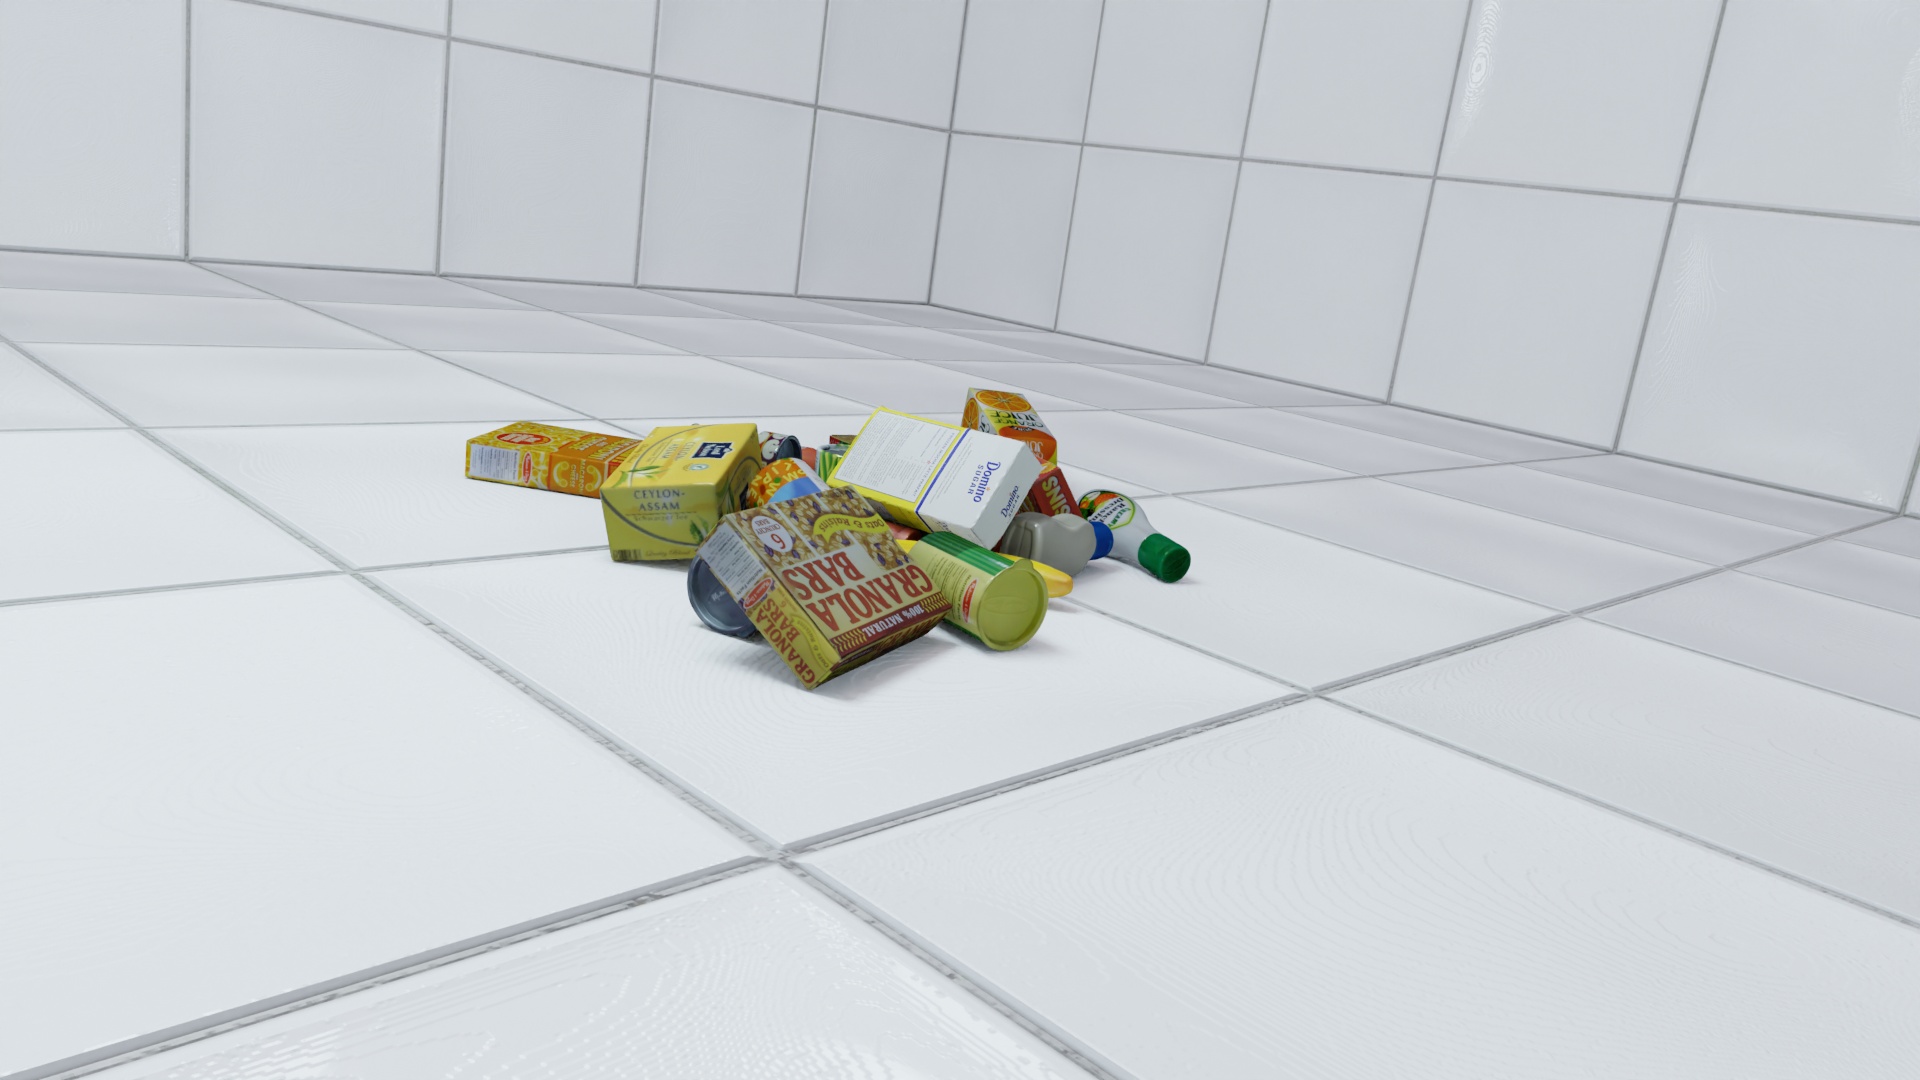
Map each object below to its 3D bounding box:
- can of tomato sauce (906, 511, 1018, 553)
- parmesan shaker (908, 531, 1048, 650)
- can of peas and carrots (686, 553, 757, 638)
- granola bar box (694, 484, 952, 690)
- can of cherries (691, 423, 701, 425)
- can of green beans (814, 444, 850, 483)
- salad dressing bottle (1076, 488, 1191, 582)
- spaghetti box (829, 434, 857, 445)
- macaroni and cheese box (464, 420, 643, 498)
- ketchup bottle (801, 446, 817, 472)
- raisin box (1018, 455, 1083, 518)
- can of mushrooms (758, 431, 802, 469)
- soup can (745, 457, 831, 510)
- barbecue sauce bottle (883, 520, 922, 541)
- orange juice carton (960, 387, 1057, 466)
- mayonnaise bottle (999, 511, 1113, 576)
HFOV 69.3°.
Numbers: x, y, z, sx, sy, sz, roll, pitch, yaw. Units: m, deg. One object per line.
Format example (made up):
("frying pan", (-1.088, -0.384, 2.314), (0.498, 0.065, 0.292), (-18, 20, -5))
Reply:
("can of tomato sauce", (0.005, -0.016, 1.263), (0.071, 0.071, 0.083), (20, 17, 41))
("parmesan shaker", (0.010, 0.034, 1.058), (0.071, 0.071, 0.103), (-2, 17, -36))
("can of peas and carrots", (-0.151, 0.031, 0.996), (0.071, 0.070, 0.059), (14, 14, 24))
("granola bar box", (-0.089, 0.027, 0.967), (0.124, 0.039, 0.166), (50, 26, 10))
("can of cherries", (-0.244, -0.077, 1.387), (0.058, 0.071, 0.072), (12, 14, 12))
("can of green beans", (-0.116, -0.063, 1.408), (0.071, 0.057, 0.071), (8, 14, -2))
("salad dressing bottle", (0.165, -0.004, 1.343), (0.064, 0.043, 0.148), (-36, 35, -12))
("spaghetti box", (-0.042, -0.111, 1.705), (0.251, 0.028, 0.050), (-2, 17, -36))
("macaroni and cheese box", (-0.379, -0.079, 1.362), (0.166, 0.040, 0.124), (9, 14, 4))
("ketchup bottle", (-0.187, -0.080, 1.471), (0.149, 0.043, 0.065), (7, 13, -6))
("raisin box", (0.071, -0.042, 1.363), (0.040, 0.085, 0.123), (-32, 26, -13))
("can of mushrooms", (-0.189, -0.075, 1.401), (0.033, 0.071, 0.071), (11, 14, 17))
("soup can", (-0.134, -0.019, 1.160), (0.071, 0.071, 0.084), (-4, 37, -42))
("barbecue sauce bottle", (-0.105, -0.009, 1.223), (0.148, 0.043, 0.065), (15, 23, 26))
("orange juice carton", (0.057, -0.108, 1.621), (0.072, 0.072, 0.193), (5, 26, -17))
("mayonnaise bottle", (0.089, 0.004, 1.250), (0.041, 0.064, 0.148), (19, 14, 30))
